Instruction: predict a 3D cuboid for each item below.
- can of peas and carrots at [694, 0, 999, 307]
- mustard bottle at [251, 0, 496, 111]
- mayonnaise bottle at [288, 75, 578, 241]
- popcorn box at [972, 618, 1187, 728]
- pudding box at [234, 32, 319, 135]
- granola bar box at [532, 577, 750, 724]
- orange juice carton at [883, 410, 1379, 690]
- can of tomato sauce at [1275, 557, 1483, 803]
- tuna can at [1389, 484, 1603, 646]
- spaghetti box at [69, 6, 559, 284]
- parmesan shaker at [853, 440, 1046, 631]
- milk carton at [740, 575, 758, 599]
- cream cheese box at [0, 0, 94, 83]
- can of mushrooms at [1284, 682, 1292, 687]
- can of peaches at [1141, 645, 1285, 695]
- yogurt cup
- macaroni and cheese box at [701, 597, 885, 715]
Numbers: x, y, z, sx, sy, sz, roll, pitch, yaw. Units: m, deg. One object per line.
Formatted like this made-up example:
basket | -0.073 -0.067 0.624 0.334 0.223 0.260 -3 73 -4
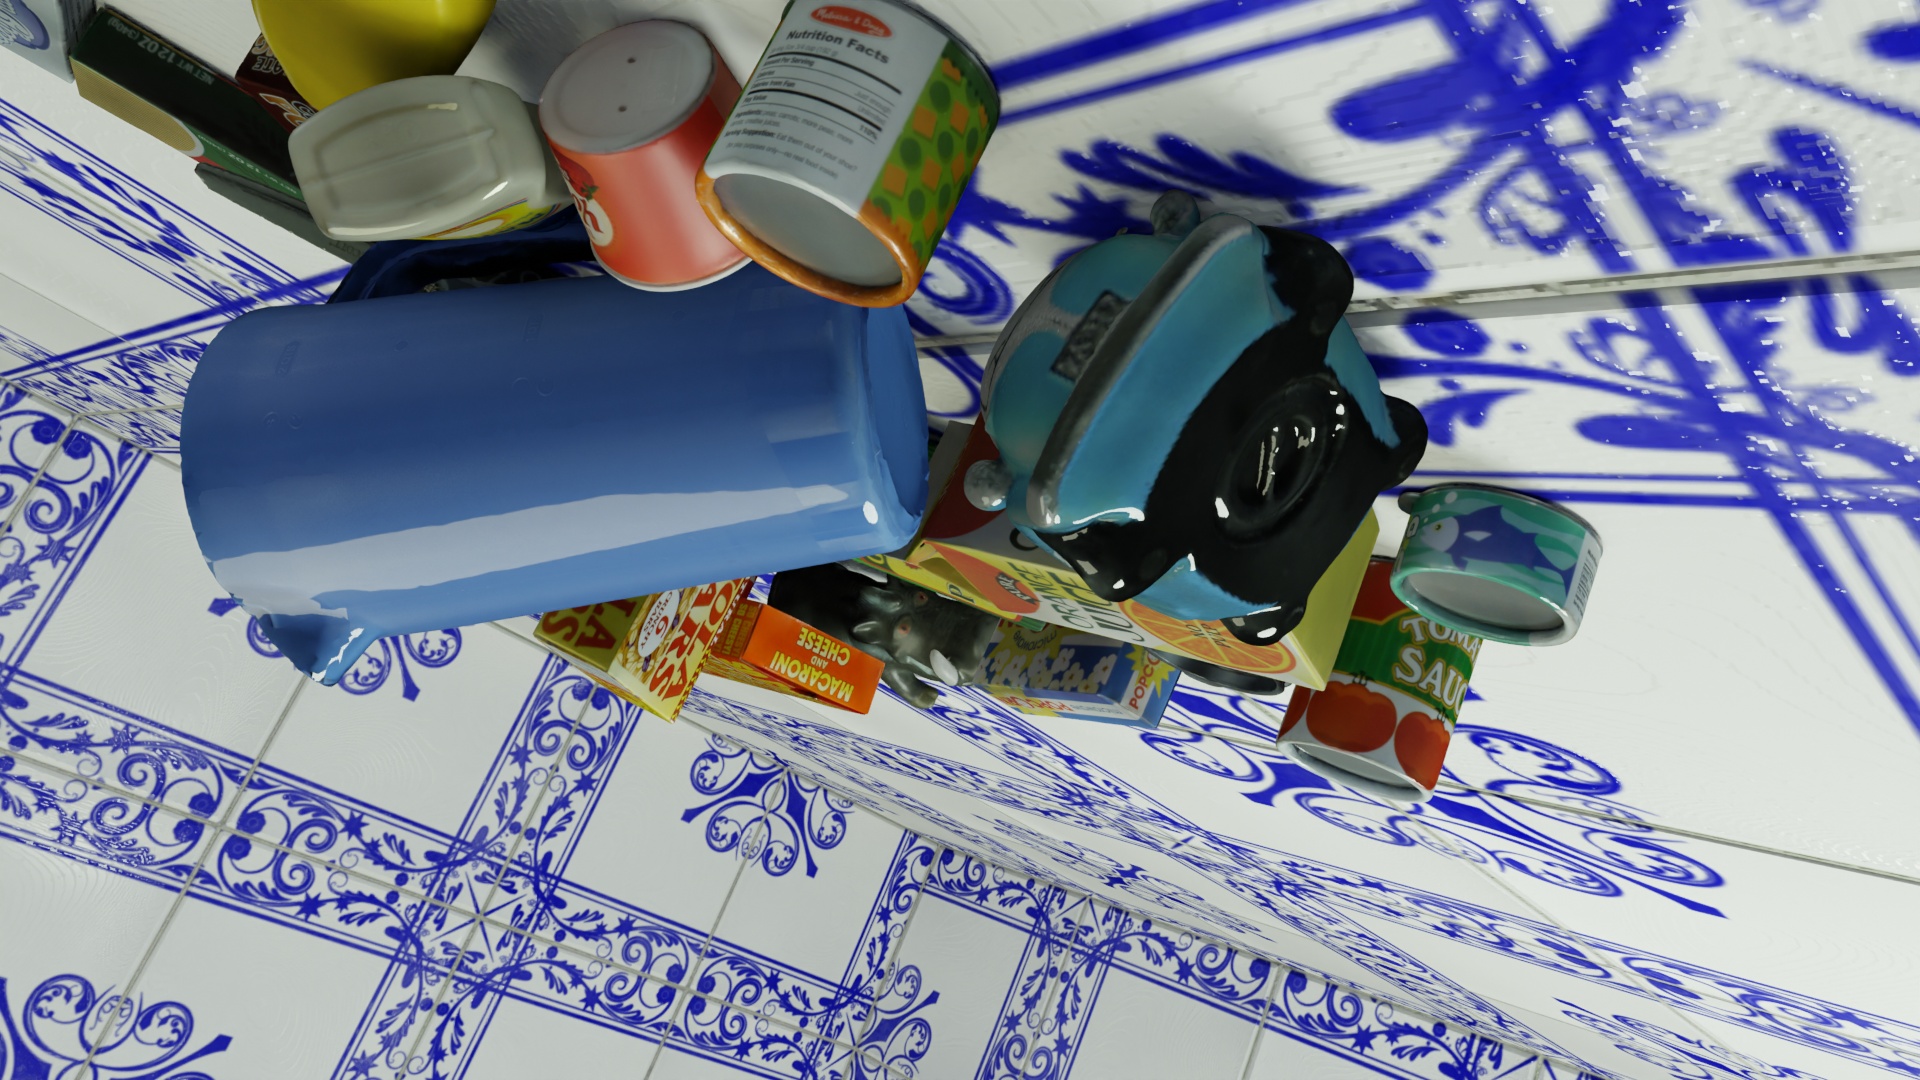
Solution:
can of peas and carrots | -0.030 -0.104 0.380 0.071 0.059 0.070 22 165 7
mustard bottle | -0.183 -0.162 0.427 0.065 0.049 0.160 30 164 -23
mayonnaise bottle | -0.154 -0.118 0.447 0.065 0.041 0.148 -16 -168 1
popcorn box | 0.065 0.045 0.691 0.038 0.085 0.126 32 163 -23
pudding box | -0.232 -0.160 0.541 0.050 0.030 0.083 19 164 15
granola bar box | -0.121 -0.008 0.636 0.039 0.166 0.124 24 165 8
orange juice carton | 0.058 -0.006 0.555 0.193 0.072 0.073 12 160 34
can of tomato sauce | 0.177 0.058 0.576 0.071 0.083 0.071 22 165 6
tuna can | 0.186 0.009 0.492 0.071 0.033 0.071 21 164 6
spaghetti box | -0.270 -0.150 0.635 0.250 0.029 0.050 30 164 -23
parmesan shaker | 0.002 -0.008 0.646 0.103 0.071 0.071 21 165 -1
milk carton | -0.163 -0.021 0.834 0.073 0.072 0.190 19 163 21
cream cheese box | -0.381 -0.223 0.558 0.053 0.024 0.103 29 164 -25
can of mushrooms | 0.138 0.045 0.683 0.071 0.033 0.071 22 164 7
can of peaches | 0.119 0.029 0.612 0.071 0.058 0.071 21 165 6
yogurt cup | -0.090 -0.117 0.417 0.072 0.072 0.053 17 155 23
macaroni and cheese box | -0.150 0.063 0.881 0.166 0.040 0.123 10 165 38
